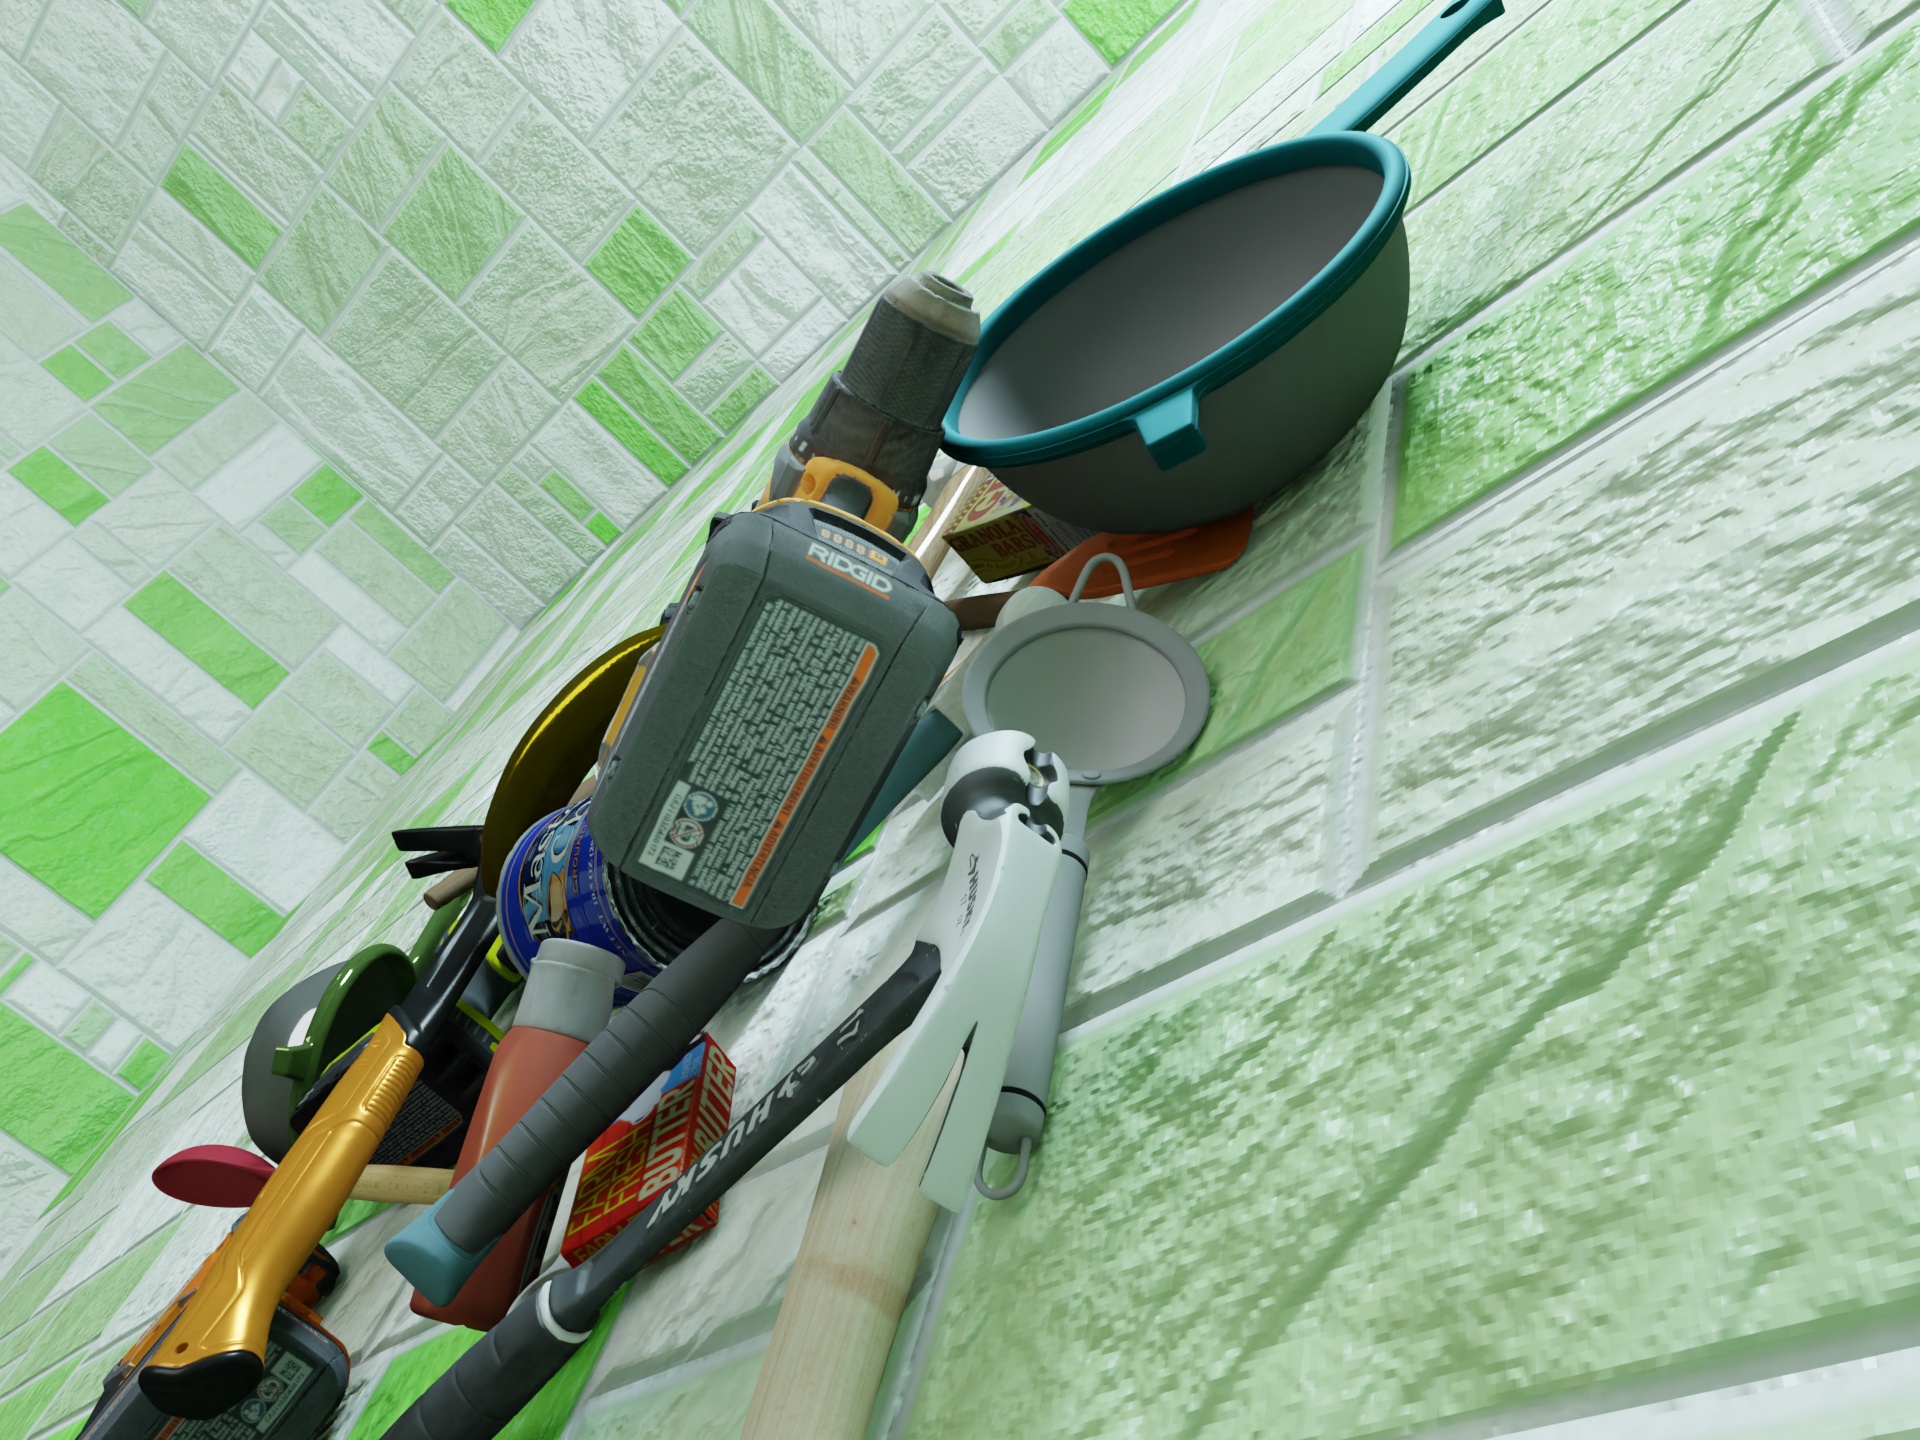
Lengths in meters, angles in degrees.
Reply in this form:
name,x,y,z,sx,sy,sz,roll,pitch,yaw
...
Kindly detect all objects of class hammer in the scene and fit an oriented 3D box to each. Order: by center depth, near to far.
name,x,y,z,sx,sy,sz,roll,pitch,yaw
hammer,-0.055,0.216,0.330,0.146,0.038,0.411,-39,18,28
hammer,-0.109,0.173,0.478,0.409,0.036,0.149,-46,14,26
hammer,-0.082,0.081,0.599,0.331,0.033,0.128,-46,-1,-19
hammer,-0.277,0.164,0.744,0.127,0.034,0.337,0,35,13
hammer,-0.033,-0.068,0.858,0.130,0.031,0.331,-30,23,45

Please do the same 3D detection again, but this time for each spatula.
name,x,y,z,sx,sy,sz,roll,pitch,yaw
spatula,-0.001,-0.002,0.719,0.322,0.041,0.081,-42,15,28
spatula,-0.221,0.033,1.038,0.060,0.018,0.316,-28,8,47

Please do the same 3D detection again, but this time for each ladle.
name,x,y,z,sx,sy,sz,roll,pitch,yaw
ladle,-0.323,0.238,0.819,0.315,0.069,0.031,-11,54,38

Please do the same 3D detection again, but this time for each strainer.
name,x,y,z,sx,sy,sz,roll,pitch,yaw
strainer,0.031,0.041,0.511,0.087,0.050,0.259,5,42,10
strainer,0.141,-0.184,0.673,0.340,0.095,0.211,-45,29,-19
strainer,-0.379,0.175,0.994,0.257,0.069,0.151,-78,-6,-55

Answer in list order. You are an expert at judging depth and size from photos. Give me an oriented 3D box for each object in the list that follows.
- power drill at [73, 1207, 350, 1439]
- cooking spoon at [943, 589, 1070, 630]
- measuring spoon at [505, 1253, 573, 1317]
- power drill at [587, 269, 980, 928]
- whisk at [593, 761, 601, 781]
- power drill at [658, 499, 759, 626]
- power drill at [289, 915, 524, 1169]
name,x,y,z,sx,sy,sz,roll,pitch,yaw
power drill,-0.367,0.326,0.751,0.164,0.084,0.226,-53,14,-20
cooking spoon,-0.012,-0.057,0.868,0.069,0.017,0.319,-50,17,-13
measuring spoon,-0.134,0.193,0.610,0.034,0.018,0.124,-19,21,25
power drill,-0.046,-0.055,0.548,0.185,0.084,0.226,-60,11,20
whisk,-0.193,0.068,0.913,0.059,0.057,0.247,-39,33,24
power drill,-0.131,-0.043,0.945,0.220,0.078,0.143,-95,17,-69
power drill,-0.274,0.154,0.925,0.171,0.080,0.223,-38,16,27
